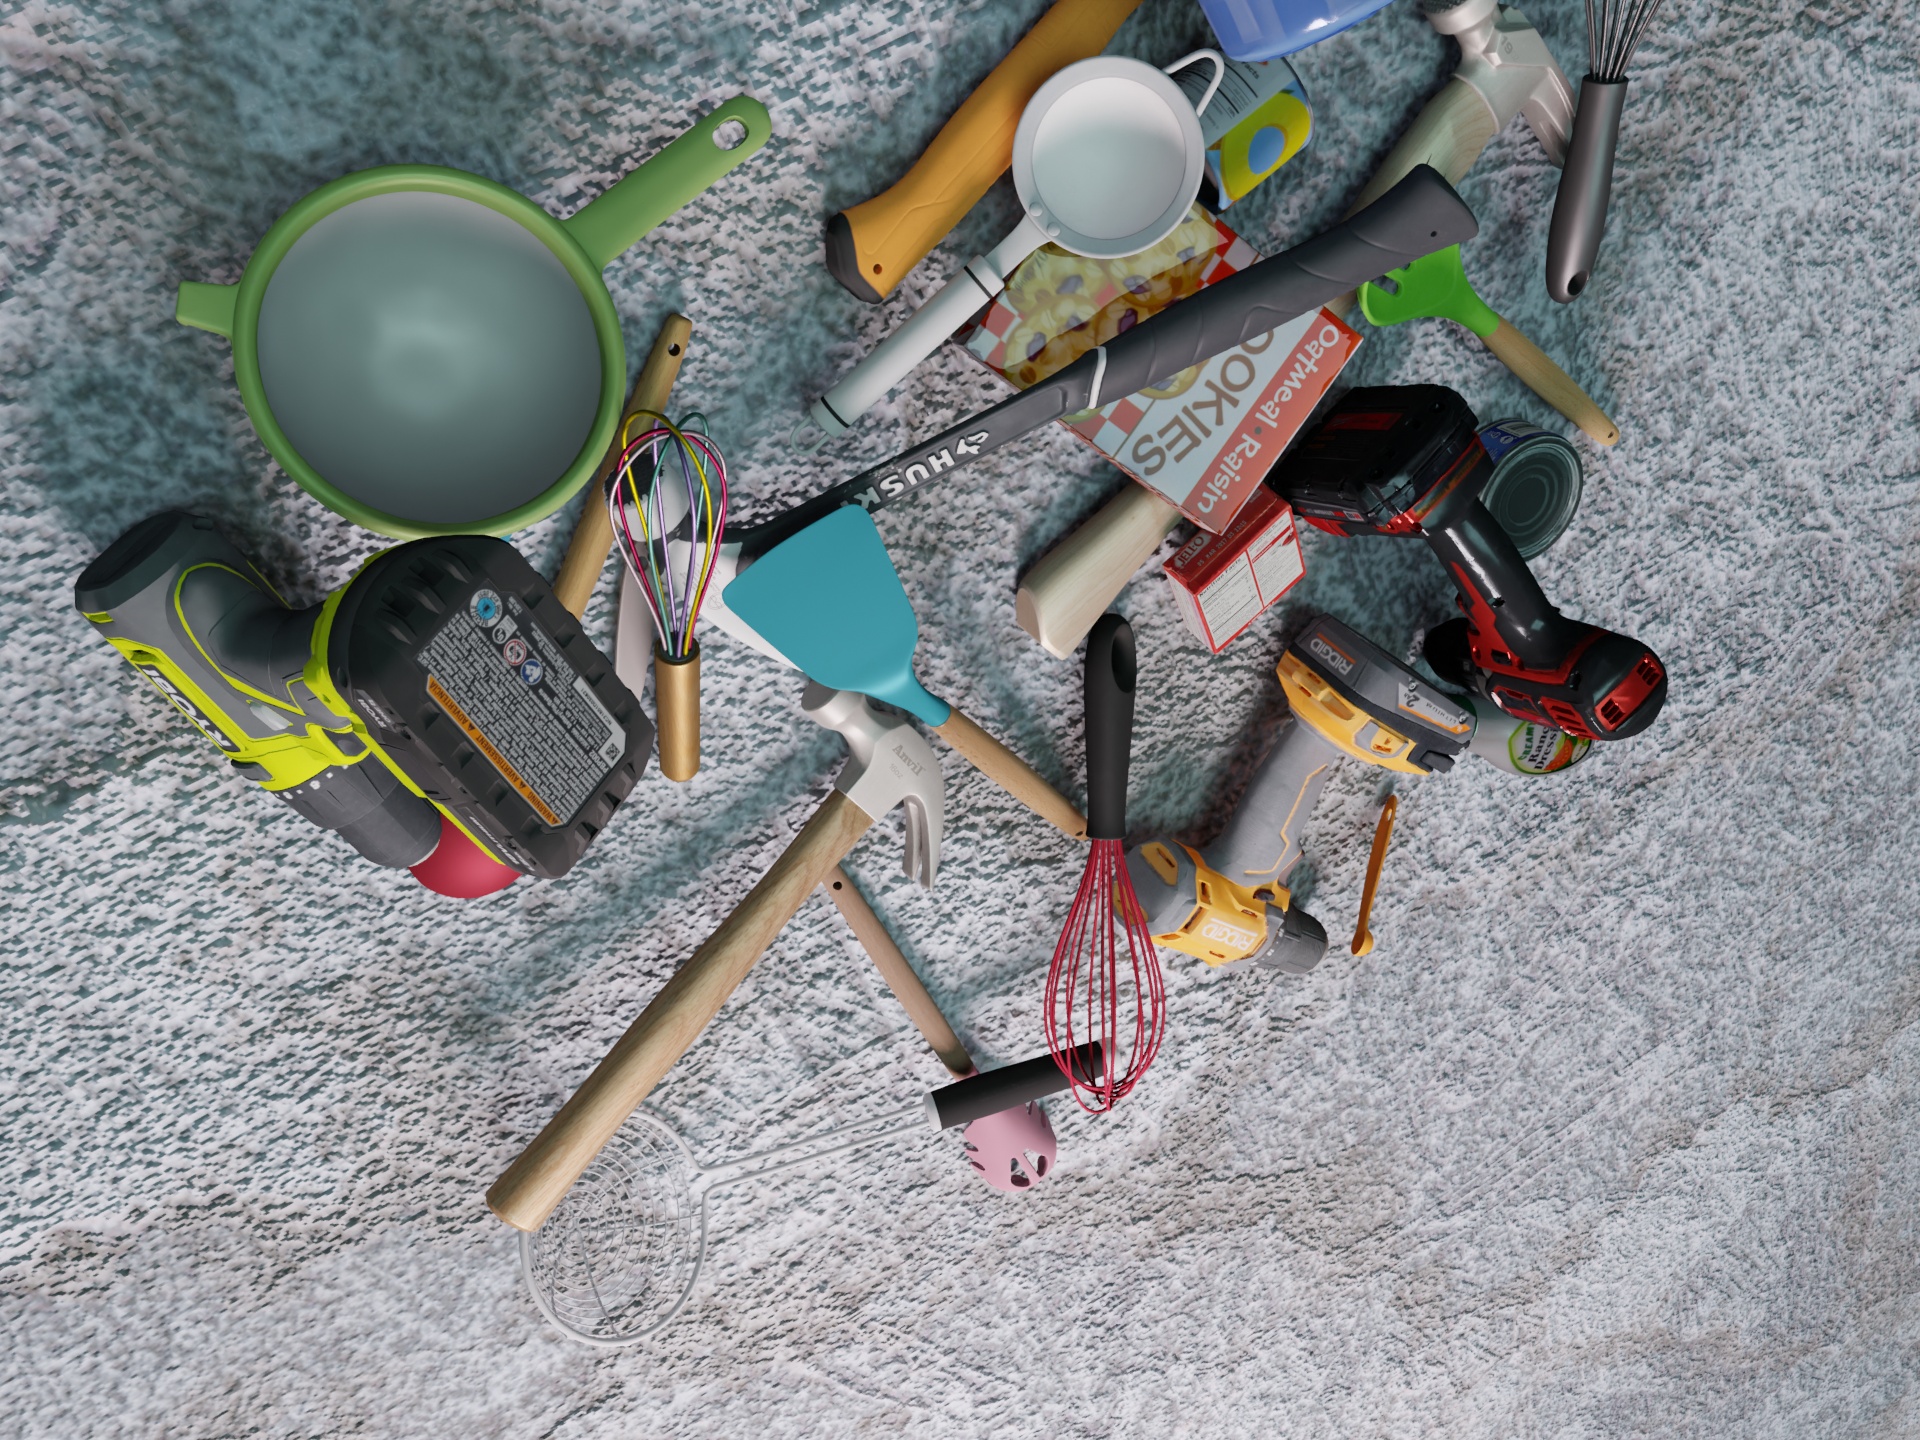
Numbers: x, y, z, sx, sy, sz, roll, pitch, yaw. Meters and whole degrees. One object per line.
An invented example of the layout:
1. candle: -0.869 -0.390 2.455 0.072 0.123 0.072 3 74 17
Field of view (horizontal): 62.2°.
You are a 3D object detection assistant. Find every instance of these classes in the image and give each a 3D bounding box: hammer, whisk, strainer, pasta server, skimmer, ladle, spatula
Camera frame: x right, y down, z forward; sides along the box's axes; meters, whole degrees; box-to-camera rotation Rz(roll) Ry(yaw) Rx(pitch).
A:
1. hammer: 0.064 -0.323 0.741 0.337 0.034 0.127 -47 125 3
2. whisk: 0.336 -0.332 0.826 0.055 0.055 0.238 -16 128 -19
3. strainer: -0.184 -0.182 0.677 0.256 0.069 0.151 -44 107 -18
4. pasta server: -0.013 0.195 0.982 0.060 0.040 0.316 -34 122 -7
5. strainer: 0.016 -0.212 0.735 0.258 0.050 0.087 -40 97 11
6. hammer: -0.129 0.134 0.851 0.331 0.031 0.129 -50 124 -7
7. whisk: -0.133 -0.050 0.734 0.047 0.051 0.244 14 142 2
8. hammer: 0.047 -0.147 0.745 0.409 0.036 0.149 -25 139 8
9. skimmer: -0.069 0.250 0.919 0.363 0.090 0.127 -15 87 -12
10. hammer: 0.180 -0.196 0.867 0.146 0.038 0.410 35 97 -37
11. ladle: -0.192 -0.046 0.763 0.069 0.031 0.315 17 105 -32
12. whisk: 0.084 0.085 0.923 0.073 0.073 0.296 -4 99 -26
13. spatula: -0.001 -0.003 0.849 0.082 0.044 0.317 -32 144 13

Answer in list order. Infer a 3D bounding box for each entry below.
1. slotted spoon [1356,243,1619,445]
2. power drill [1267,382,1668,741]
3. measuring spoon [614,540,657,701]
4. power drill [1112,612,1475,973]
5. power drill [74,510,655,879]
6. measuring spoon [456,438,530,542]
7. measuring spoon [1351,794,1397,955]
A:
1. slotted spoon: 0.306 -0.212 0.897 0.313 0.031 0.070 17 112 -45
2. power drill: 0.281 -0.085 0.915 0.080 0.188 0.226 -47 108 -3
3. measuring spoon: -0.167 -0.033 0.791 0.034 0.018 0.124 -4 111 -42
4. power drill: 0.219 0.063 0.998 0.185 0.084 0.226 24 107 -40
5. power drill: -0.236 0.000 0.652 0.080 0.229 0.190 -57 132 -31
6. measuring spoon: -0.223 -0.075 0.740 0.042 0.021 0.128 5 122 -30
7. measuring spoon: 0.277 0.102 1.049 0.011 0.021 0.117 22 67 -5
